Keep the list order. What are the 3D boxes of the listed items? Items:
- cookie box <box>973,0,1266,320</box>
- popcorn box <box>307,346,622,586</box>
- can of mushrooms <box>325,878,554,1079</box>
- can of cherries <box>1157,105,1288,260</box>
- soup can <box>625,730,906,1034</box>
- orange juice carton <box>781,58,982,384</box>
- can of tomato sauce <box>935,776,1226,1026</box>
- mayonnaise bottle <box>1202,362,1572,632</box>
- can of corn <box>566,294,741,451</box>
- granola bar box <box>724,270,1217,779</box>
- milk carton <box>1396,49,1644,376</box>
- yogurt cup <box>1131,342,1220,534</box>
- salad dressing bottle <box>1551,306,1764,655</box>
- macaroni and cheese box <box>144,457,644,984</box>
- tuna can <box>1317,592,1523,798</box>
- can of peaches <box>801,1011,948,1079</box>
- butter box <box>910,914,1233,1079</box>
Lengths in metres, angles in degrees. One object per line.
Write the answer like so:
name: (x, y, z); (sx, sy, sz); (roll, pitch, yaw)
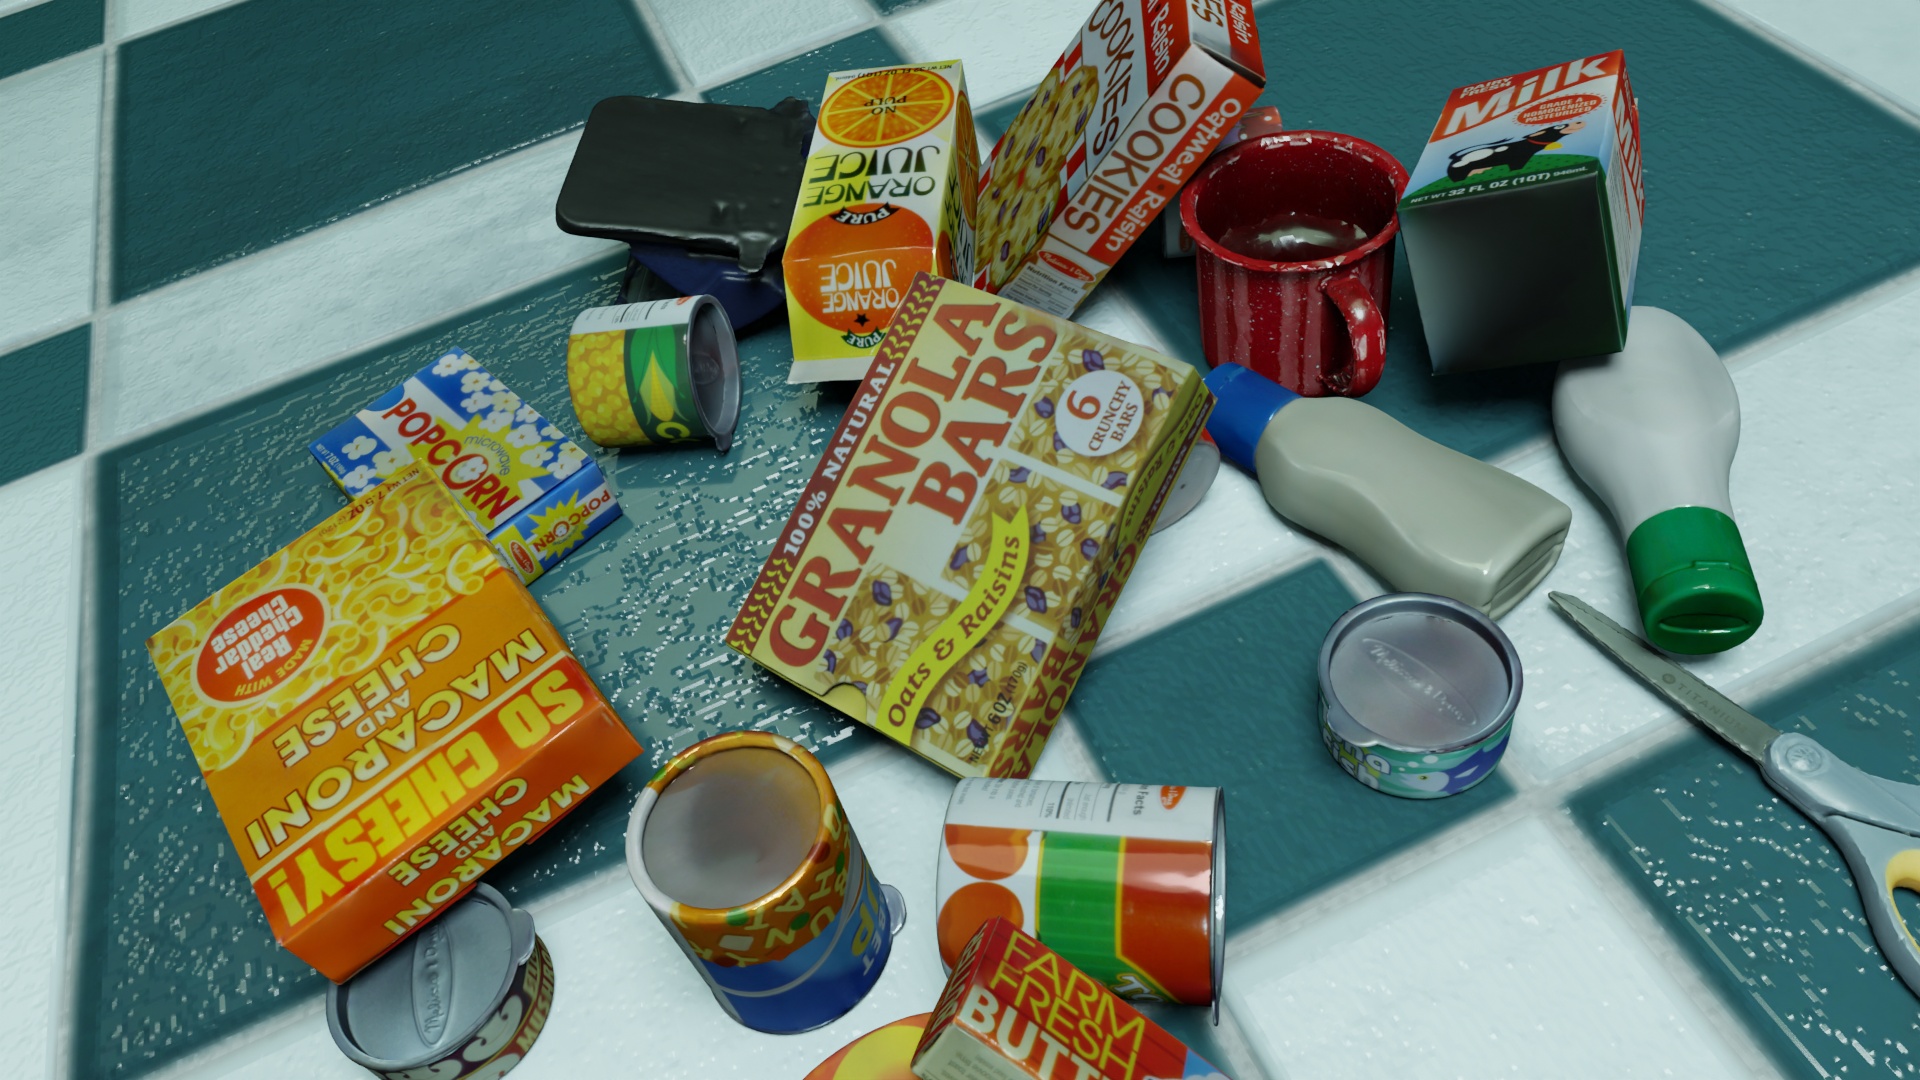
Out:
cookie box: (0.066, -0.184, 0.627); (0.040, 0.166, 0.123); (23, 46, -21)
popcorn box: (-0.225, -0.027, 0.630); (0.085, 0.038, 0.127); (-41, 54, -20)
can of mushrooms: (-0.172, 0.150, 0.468); (0.071, 0.033, 0.071); (-7, 48, 8)
can of cherries: (0.122, -0.171, 0.657); (0.058, 0.071, 0.072); (-5, 49, 8)
soup can: (-0.060, 0.109, 0.445); (0.071, 0.083, 0.072); (-6, 49, 7)
orange juice carton: (-0.035, -0.144, 0.665); (0.072, 0.072, 0.194); (-3, 50, 10)
can of tomato sauce: (0.040, 0.111, 0.435); (0.083, 0.071, 0.071); (0, 50, 14)
mayonnaise bottle: (0.155, -0.024, 0.541); (0.065, 0.041, 0.148); (-31, 48, -28)
can of corn: (-0.138, -0.074, 0.635); (0.058, 0.070, 0.071); (-4, 49, 10)
granola bar box: (0.002, -0.006, 0.517); (0.124, 0.039, 0.165); (24, 84, 29)
milk carton: (0.241, -0.147, 0.581); (0.072, 0.073, 0.191); (-5, 31, 32)
yogurt cup: (0.067, -0.037, 0.558); (0.072, 0.072, 0.054); (-27, 58, -11)
salad dressing bottle: (0.257, -0.025, 0.510); (0.064, 0.043, 0.148); (1, 46, 11)
macaroni and cheese box: (-0.208, 0.057, 0.505); (0.124, 0.040, 0.167); (-38, 52, -14)
tuna can: (0.155, 0.055, 0.478); (0.071, 0.032, 0.071); (-6, 49, 7)
can of peaches: (-0.011, 0.174, 0.387); (0.071, 0.071, 0.058); (-26, 48, -10)
butter box: (0.040, 0.152, 0.382); (0.103, 0.024, 0.053); (35, 23, 4)
